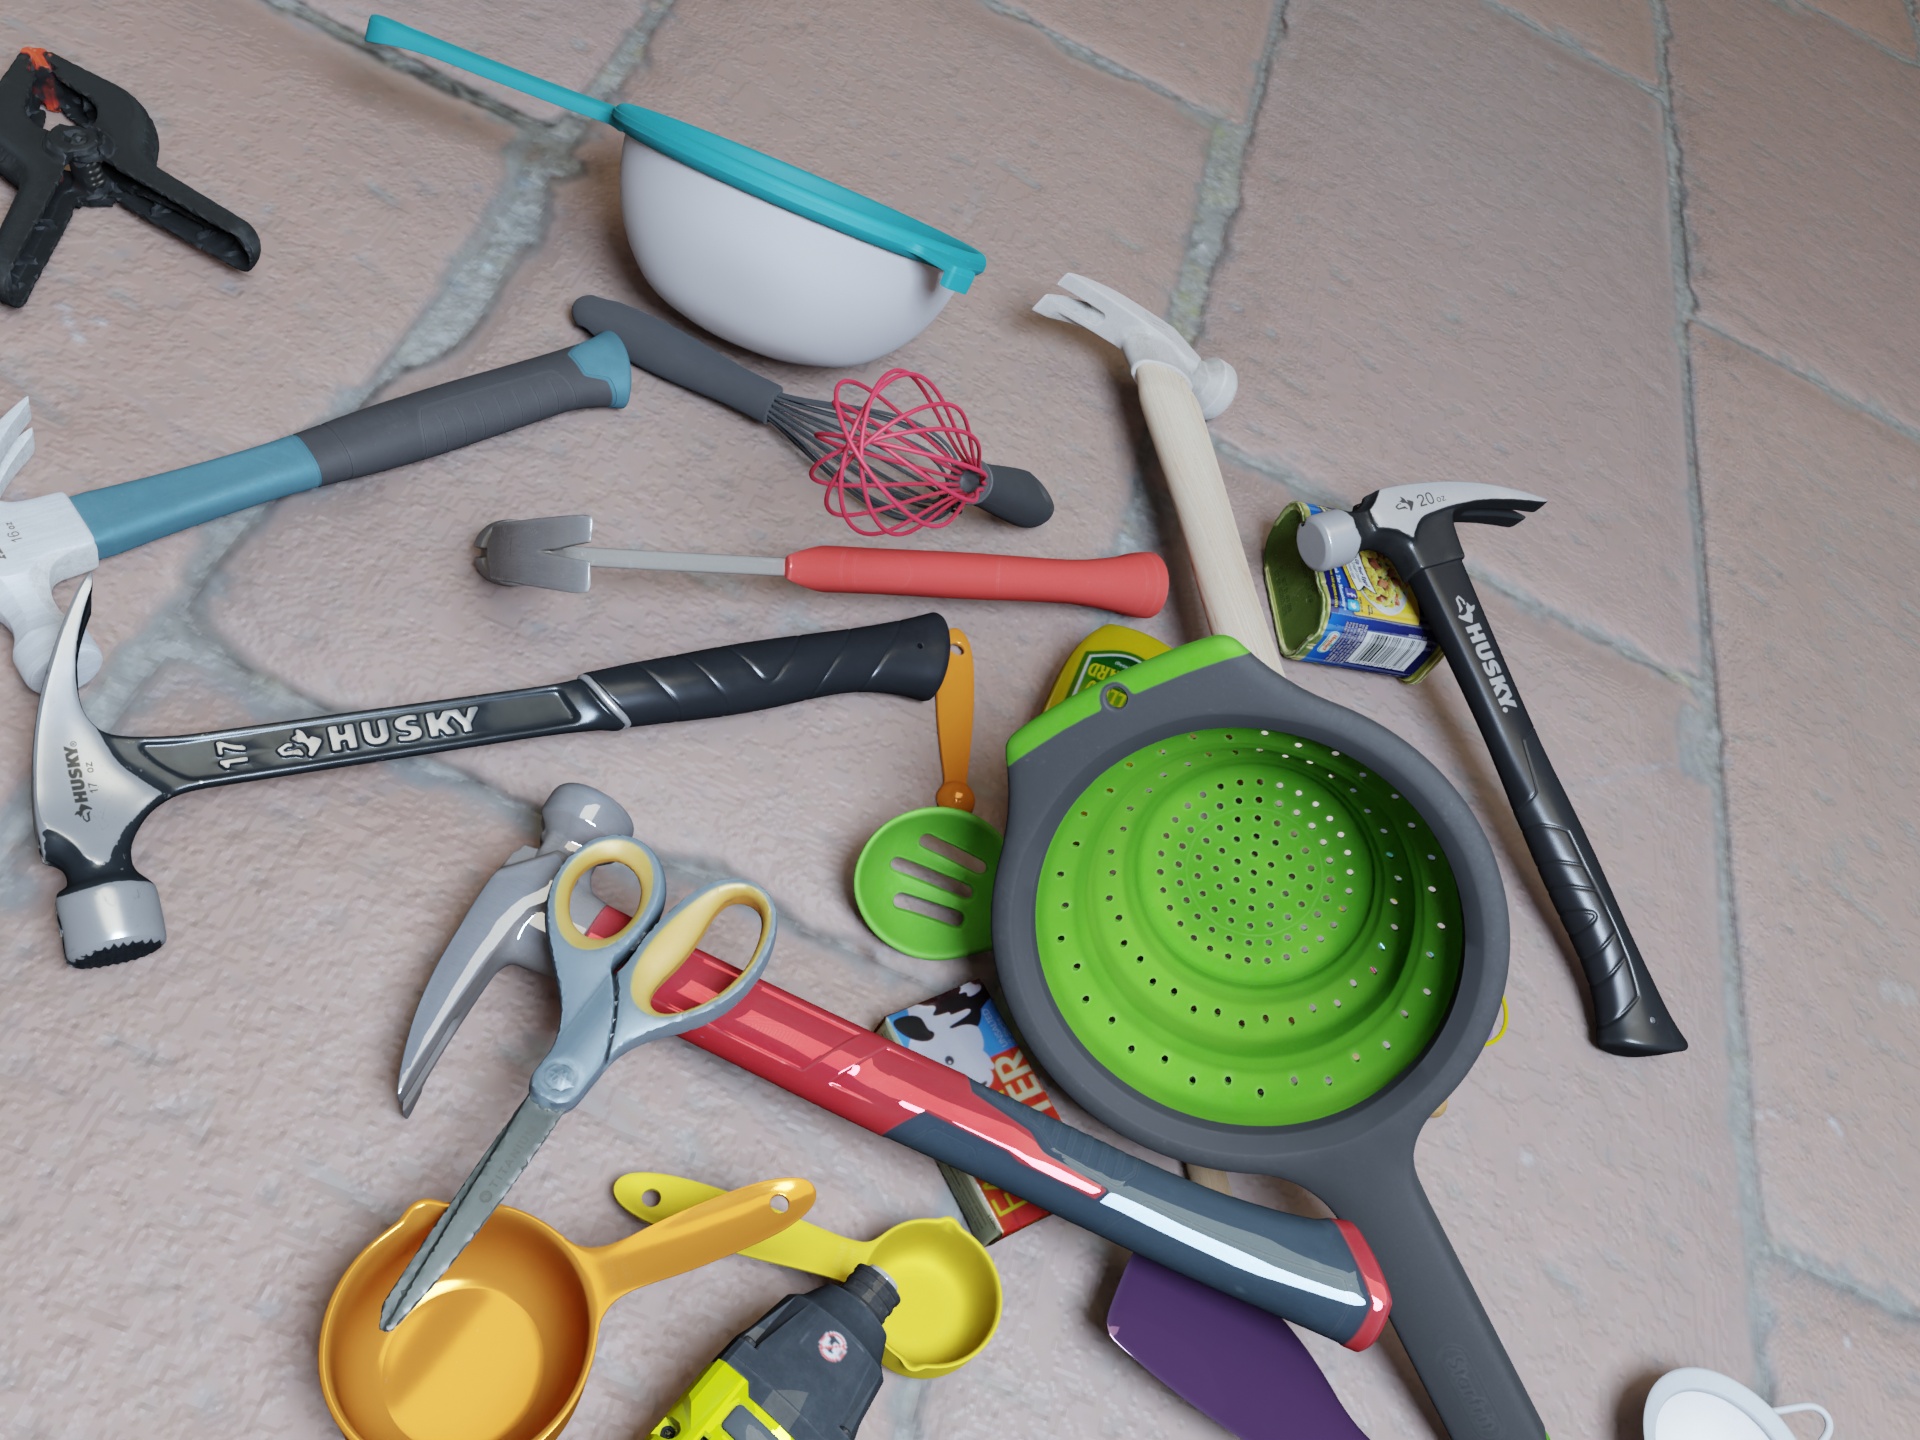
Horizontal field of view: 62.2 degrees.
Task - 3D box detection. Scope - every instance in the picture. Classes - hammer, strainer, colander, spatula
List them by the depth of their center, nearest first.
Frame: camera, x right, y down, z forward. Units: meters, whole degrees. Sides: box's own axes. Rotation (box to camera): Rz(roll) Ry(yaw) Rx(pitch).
[{"bbox_3d":[-0.019,0.164,0.618,0.386,0.038,0.143,25,58,2],"label":"hammer"},{"bbox_3d":[0.190,0.316,0.640,0.316,0.018,0.060,38,46,-2],"label":"spatula"},{"bbox_3d":[0.273,0.331,0.648,0.258,0.050,0.087,-4,51,-36],"label":"strainer"},{"bbox_3d":[0.159,0.150,0.680,0.397,0.204,0.094,63,18,-5],"label":"colander"},{"bbox_3d":[-0.179,-0.010,0.701,0.408,0.036,0.149,-11,75,-33],"label":"hammer"},{"bbox_3d":[-0.293,-0.124,0.745,0.331,0.033,0.128,-29,73,-37],"label":"hammer"},{"bbox_3d":[-0.042,-0.073,0.776,0.359,0.149,0.036,0,96,-31],"label":"hammer"},{"bbox_3d":[-0.158,-0.270,0.855,0.340,0.095,0.211,19,18,-9],"label":"strainer"},{"bbox_3d":[0.135,-0.082,0.857,0.146,0.038,0.411,21,43,-34],"label":"hammer"},{"bbox_3d":[0.309,0.022,0.863,0.146,0.035,0.335,-16,77,-20],"label":"hammer"}]

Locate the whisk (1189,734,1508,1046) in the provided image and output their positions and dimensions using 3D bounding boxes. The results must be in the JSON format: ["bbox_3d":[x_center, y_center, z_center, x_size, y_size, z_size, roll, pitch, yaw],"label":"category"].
[{"bbox_3d":[0.188,0.069,0.819,0.047,0.051,0.245,-39,70,-4],"label":"whisk"}]

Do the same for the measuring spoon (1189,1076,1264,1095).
[{"bbox_3d":[0.145,0.181,0.726,0.124,0.018,0.034,20,56,-17],"label":"measuring spoon"}]

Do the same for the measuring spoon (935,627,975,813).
[{"bbox_3d":[-0.001,-0.003,0.802,0.021,0.011,0.117,12,52,-16],"label":"measuring spoon"}]

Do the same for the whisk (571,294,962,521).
[{"bbox_3d":[-0.103,-0.170,0.857,0.239,0.055,0.055,27,50,1],"label":"whisk"}]

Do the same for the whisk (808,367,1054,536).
[{"bbox_3d":[-0.001,-0.117,0.772,0.073,0.073,0.296,45,14,11],"label":"whisk"}]

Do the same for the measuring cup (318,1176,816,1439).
[{"bbox_3d":[-0.133,0.204,0.559,0.173,0.052,0.095,-15,61,-28],"label":"measuring cup"}]

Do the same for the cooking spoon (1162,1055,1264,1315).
[{"bbox_3d":[0.128,0.282,0.651,0.068,0.017,0.319,7,54,-30],"label":"cooking spoon"}]

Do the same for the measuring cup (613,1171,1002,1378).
[{"bbox_3d":[-0.061,0.210,0.617,0.156,0.029,0.062,19,49,-1],"label":"measuring cup"}]

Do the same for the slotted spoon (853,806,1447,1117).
[{"bbox_3d":[0.093,0.122,0.742,0.313,0.031,0.070,25,90,-11],"label":"slotted spoon"}]

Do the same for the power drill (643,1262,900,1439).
[{"bbox_3d":[-0.016,0.307,0.524,0.223,0.080,0.171,40,57,9],"label":"power drill"}]
